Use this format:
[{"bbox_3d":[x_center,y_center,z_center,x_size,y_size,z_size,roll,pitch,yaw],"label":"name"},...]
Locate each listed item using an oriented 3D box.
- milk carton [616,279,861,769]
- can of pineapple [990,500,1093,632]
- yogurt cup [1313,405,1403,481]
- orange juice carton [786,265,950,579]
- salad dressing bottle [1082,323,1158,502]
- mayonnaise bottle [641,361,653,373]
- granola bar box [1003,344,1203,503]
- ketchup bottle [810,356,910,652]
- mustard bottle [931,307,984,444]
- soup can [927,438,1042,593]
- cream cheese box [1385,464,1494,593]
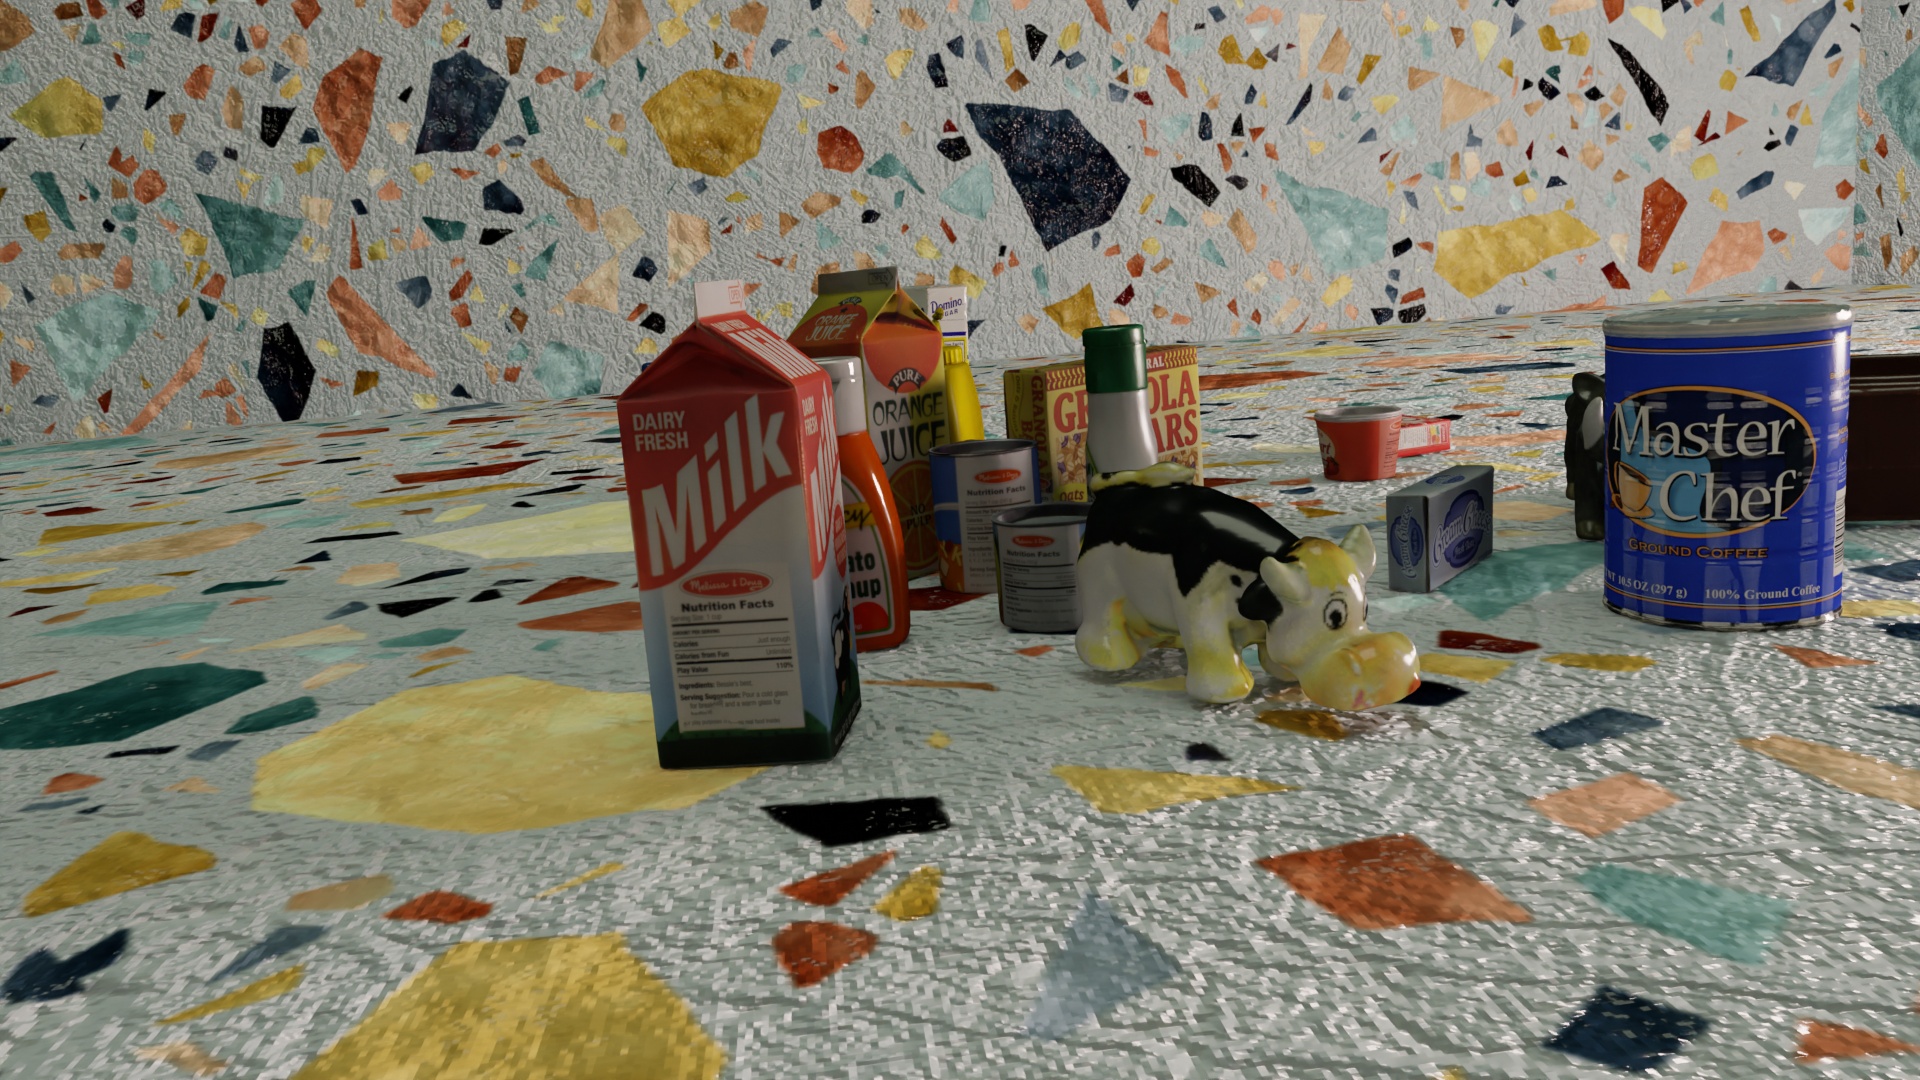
[{"bbox_3d":[-0.089,-0.010,0.567,0.073,0.190,0.072,-4,11,6],"label":"milk carton"},{"bbox_3d":[0.052,0.013,0.740,0.071,0.057,0.071,-4,11,1],"label":"can of pineapple"},{"bbox_3d":[0.316,-0.077,1.102,0.072,0.053,0.072,-4,11,1],"label":"yogurt cup"},{"bbox_3d":[-0.057,-0.073,0.873,0.072,0.192,0.073,5,14,42],"label":"orange juice carton"},{"bbox_3d":[0.095,-0.054,0.828,0.044,0.147,0.064,-5,10,-2],"label":"salad dressing bottle"},{"bbox_3d":[-0.162,-0.033,0.827,0.065,0.147,0.041,-3,11,11],"label":"mayonnaise bottle"},{"bbox_3d":[0.099,-0.061,0.923,0.039,0.124,0.166,5,14,43],"label":"granola bar box"},{"bbox_3d":[-0.063,-0.018,0.709,0.065,0.148,0.043,-4,10,3],"label":"ketchup bottle"},{"bbox_3d":[-0.016,-0.100,1.075,0.065,0.160,0.049,3,13,36],"label":"mustard bottle"},{"bbox_3d":[0.016,-0.016,0.836,0.071,0.083,0.071,-4,11,1],"label":"soup can"},{"bbox_3d":[0.267,-0.008,0.769,0.024,0.053,0.104,4,14,39],"label":"cream cheese box"}]
